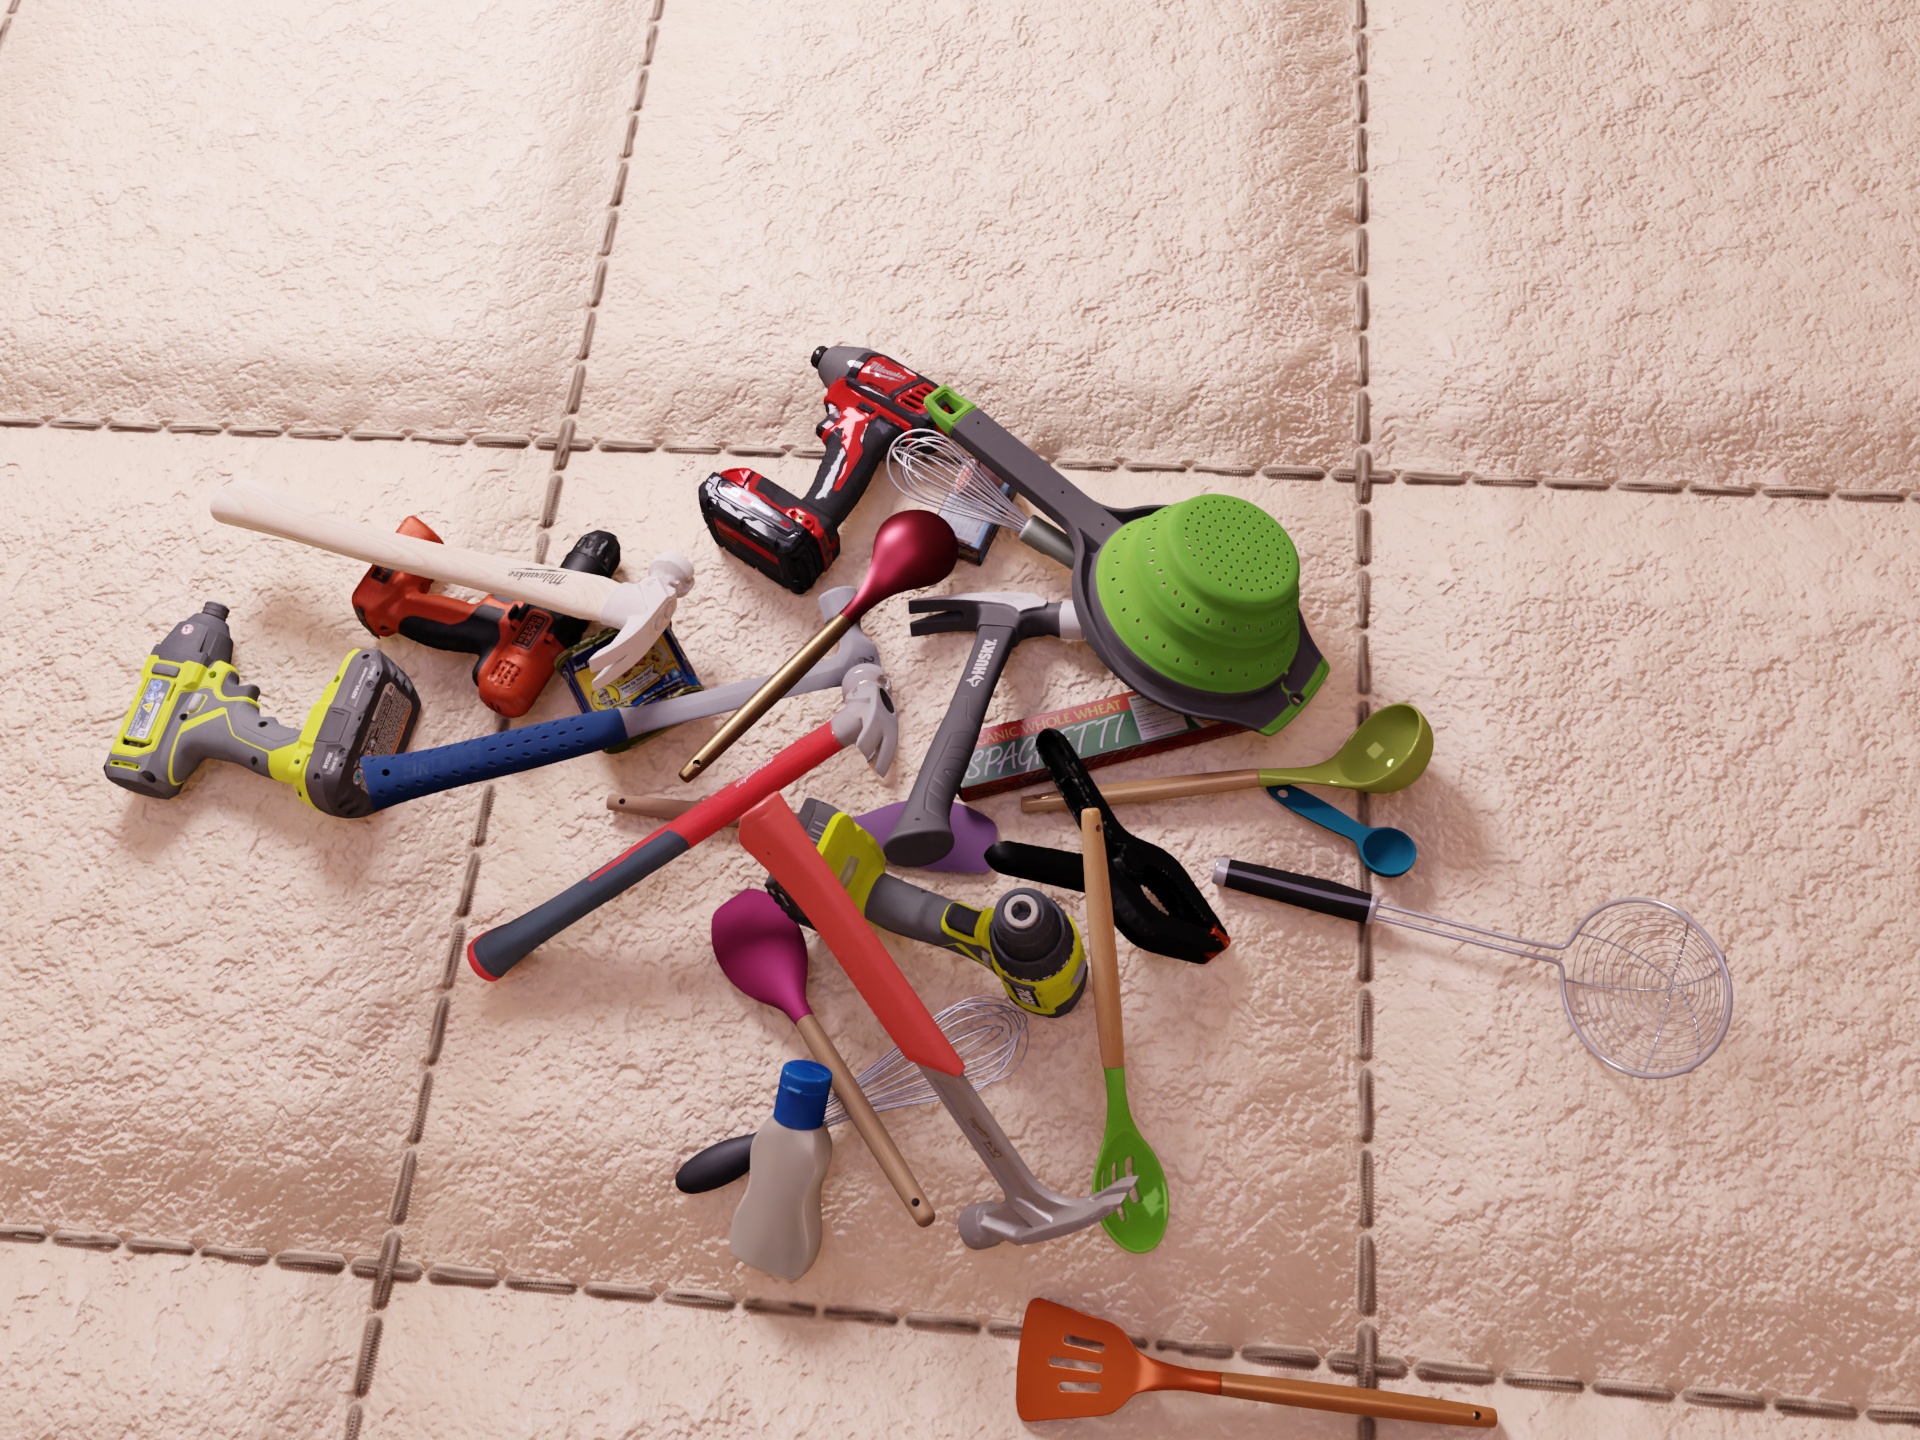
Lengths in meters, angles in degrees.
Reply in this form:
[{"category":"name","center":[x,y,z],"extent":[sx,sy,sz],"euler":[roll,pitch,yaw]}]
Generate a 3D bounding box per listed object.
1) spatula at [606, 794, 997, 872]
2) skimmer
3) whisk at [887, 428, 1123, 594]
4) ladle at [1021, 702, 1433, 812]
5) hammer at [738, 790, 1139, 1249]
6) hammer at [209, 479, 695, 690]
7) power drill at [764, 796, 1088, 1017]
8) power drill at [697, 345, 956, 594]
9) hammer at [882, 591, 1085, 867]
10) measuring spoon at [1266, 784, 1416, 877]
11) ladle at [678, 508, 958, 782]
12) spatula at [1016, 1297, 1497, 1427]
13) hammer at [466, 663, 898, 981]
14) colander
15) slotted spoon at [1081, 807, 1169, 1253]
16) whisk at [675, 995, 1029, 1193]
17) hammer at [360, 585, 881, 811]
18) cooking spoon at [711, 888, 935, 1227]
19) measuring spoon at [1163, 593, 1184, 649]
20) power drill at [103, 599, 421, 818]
[{"category":"spatula","center":[-0.128,0.080,1.269],"extent":[0.316,0.018,0.060],"euler":[5,67,6]},{"category":"skimmer","center":[0.361,0.159,1.158],"extent":[0.363,0.090,0.127],"euler":[14,101,12]},{"category":"whisk","center":[0.048,-0.164,1.318],"extent":[0.246,0.058,0.059],"euler":[32,106,-1]},{"category":"ladle","center":[0.204,0.038,1.237],"extent":[0.320,0.062,0.078],"euler":[-7,34,7]},{"category":"hammer","center":[-0.031,0.201,1.083],"extent":[0.359,0.149,0.037],"euler":[56,37,-4]},{"category":"hammer","center":[-0.431,-0.125,1.288],"extent":[0.411,0.038,0.146],"euler":[15,43,12]},{"category":"power drill","center":[-0.019,0.136,1.149],"extent":[0.228,0.190,0.080],"euler":[19,72,16]},{"category":"power drill","center":[-0.118,-0.229,1.368],"extent":[0.143,0.078,0.220],"euler":[33,71,16]},{"category":"hammer","center":[-0.002,-0.004,1.193],"extent":[0.146,0.035,0.335],"euler":[5,35,13]},{"category":"measuring spoon","center":[0.293,0.084,1.238],"extent":[0.129,0.021,0.042],"euler":[31,62,25]},{"category":"ladle","center":[-0.110,-0.063,1.264],"extent":[0.069,0.031,0.315],"euler":[42,69,3]},{"category":"spatula","center":[0.200,0.455,1.086],"extent":[0.322,0.041,0.081],"euler":[6,68,3]},{"category":"hammer","center":[-0.212,0.094,1.183],"extent":[0.386,0.143,0.038],"euler":[-33,112,11]},{"category":"colander","center":[0.135,-0.161,1.254],"extent":[0.397,0.094,0.204],"euler":[41,54,9]},{"category":"slotted spoon","center":[0.107,0.218,1.124],"extent":[0.070,0.031,0.314],"euler":[-7,92,-39]},{"category":"whisk","center":[-0.079,0.279,1.165],"extent":[0.284,0.070,0.070],"euler":[-26,68,-1]},{"category":"hammer","center":[-0.250,0.005,1.237],"extent":[0.405,0.035,0.144],"euler":[-15,77,-19]},{"category":"cooking spoon","center":[-0.101,0.237,1.158],"extent":[0.069,0.017,0.319],"euler":[-34,52,-7]},{"category":"measuring spoon","center":[0.181,-0.078,1.316],"extent":[0.021,0.011,0.117],"euler":[14,66,11]},{"category":"power drill","center":[-0.574,-0.009,1.313],"extent":[0.223,0.080,0.171],"euler":[9,69,12]}]
